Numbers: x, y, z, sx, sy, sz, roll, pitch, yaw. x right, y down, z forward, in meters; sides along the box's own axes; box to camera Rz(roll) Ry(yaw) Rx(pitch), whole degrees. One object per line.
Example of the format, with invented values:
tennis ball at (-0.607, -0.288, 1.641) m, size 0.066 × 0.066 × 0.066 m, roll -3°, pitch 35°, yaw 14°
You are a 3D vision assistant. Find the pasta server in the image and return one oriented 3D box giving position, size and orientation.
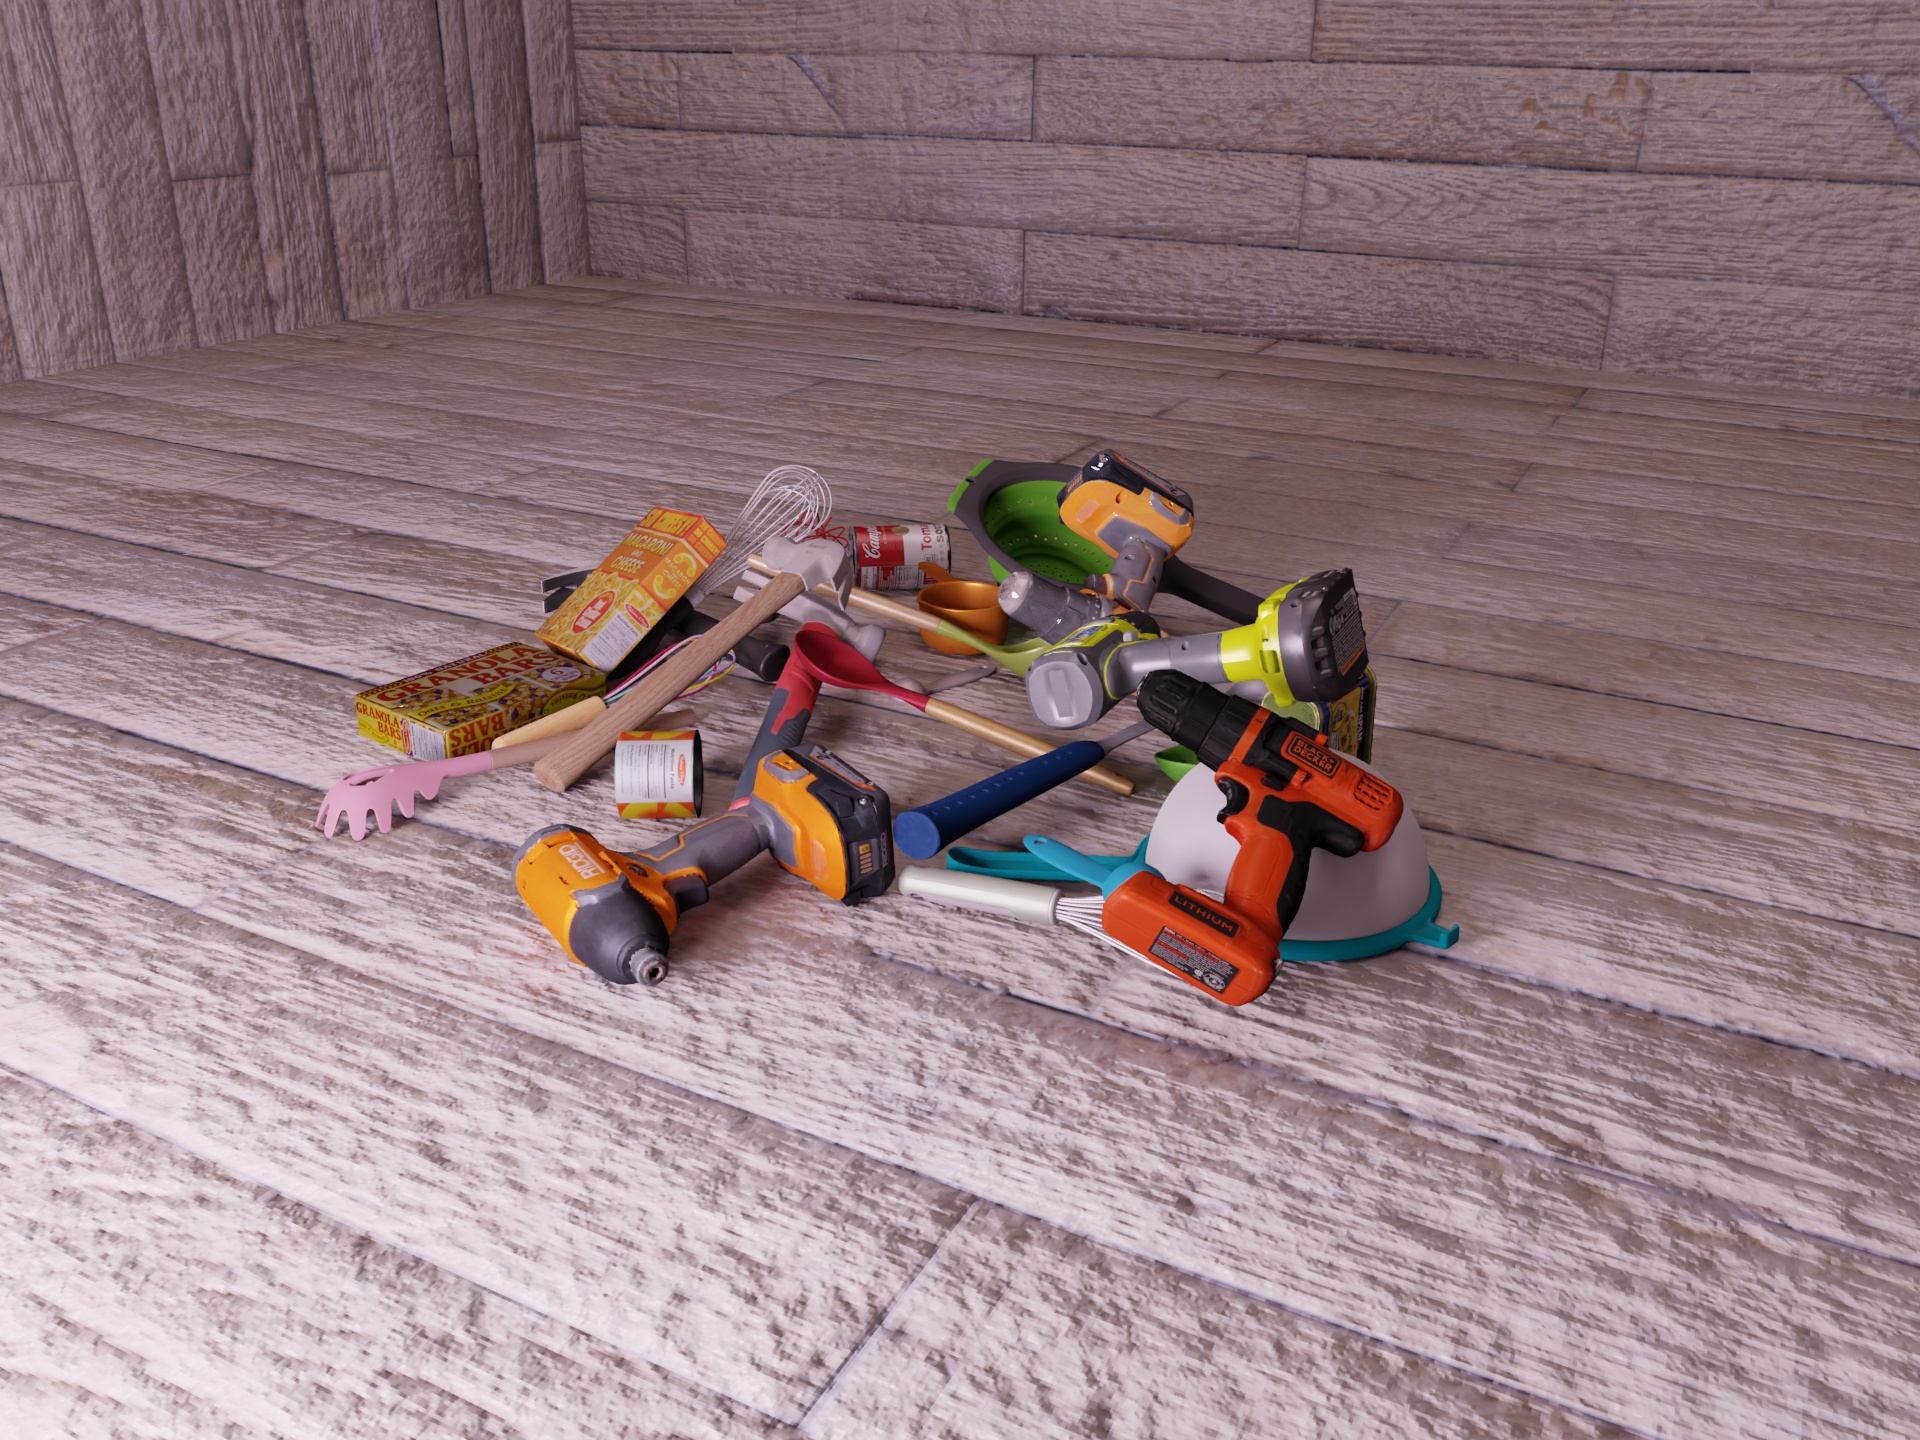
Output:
pasta server at (-0.346, 0.033, 1.250) m, size 0.316 × 0.040 × 0.060 m, roll -14°, pitch 27°, yaw -39°

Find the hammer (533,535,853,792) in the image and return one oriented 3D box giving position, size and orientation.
hammer at (-0.212, -0.051, 1.301) m, size 0.130 × 0.031 × 0.331 m, roll 12°, pitch 45°, yaw 43°

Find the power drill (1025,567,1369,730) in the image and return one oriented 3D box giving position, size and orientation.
power drill at (0.182, -0.056, 1.199) m, size 0.228 × 0.080 × 0.190 m, roll -7°, pitch 14°, yaw 28°

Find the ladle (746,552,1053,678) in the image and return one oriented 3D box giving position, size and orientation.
ladle at (-0.040, -0.106, 1.445) m, size 0.320 × 0.062 × 0.078 m, roll 20°, pitch 14°, yaw 4°

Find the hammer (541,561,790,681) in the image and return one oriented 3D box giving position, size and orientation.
hammer at (-0.276, -0.099, 1.542) m, size 0.146 × 0.035 × 0.335 m, roll -17°, pitch 29°, yaw -37°

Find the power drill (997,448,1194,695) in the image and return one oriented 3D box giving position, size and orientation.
power drill at (0.124, -0.137, 1.416) m, size 0.185 × 0.084 × 0.226 m, roll 25°, pitch 49°, yaw -20°

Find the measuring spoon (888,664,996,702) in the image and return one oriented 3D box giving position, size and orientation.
measuring spoon at (-0.014, -0.040, 1.433) m, size 0.124 × 0.018 × 0.034 m, roll -19°, pitch 30°, yaw -39°

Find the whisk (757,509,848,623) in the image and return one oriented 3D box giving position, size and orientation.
whisk at (-0.168, -0.155, 1.624) m, size 0.073 × 0.073 × 0.296 m, roll 4°, pitch 22°, yaw 7°

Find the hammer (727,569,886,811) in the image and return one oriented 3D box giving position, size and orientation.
hammer at (-0.153, -0.019, 1.309) m, size 0.143 × 0.038 × 0.387 m, roll 24°, pitch 26°, yaw -7°

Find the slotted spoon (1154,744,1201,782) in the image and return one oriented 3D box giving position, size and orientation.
slotted spoon at (0.216, -0.007, 1.355) m, size 0.070 × 0.031 × 0.314 m, roll 6°, pitch 22°, yaw 13°

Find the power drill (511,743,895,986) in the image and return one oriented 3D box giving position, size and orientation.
power drill at (-0.157, 0.099, 1.036) m, size 0.226 × 0.084 × 0.164 m, roll -18°, pitch 30°, yaw -29°

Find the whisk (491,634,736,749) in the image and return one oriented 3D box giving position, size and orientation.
whisk at (-0.291, -0.020, 1.350) m, size 0.245 × 0.047 × 0.051 m, roll -28°, pitch -3°, yaw -40°

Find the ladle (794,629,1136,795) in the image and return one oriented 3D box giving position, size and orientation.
ladle at (-0.002, -0.004, 1.285) m, size 0.315 × 0.031 × 0.069 m, roll 23°, pitch 23°, yaw 20°

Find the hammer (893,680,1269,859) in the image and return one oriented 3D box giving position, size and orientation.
hammer at (0.100, 0.021, 1.187) m, size 0.144 × 0.035 × 0.405 m, roll 4°, pitch 19°, yaw 43°

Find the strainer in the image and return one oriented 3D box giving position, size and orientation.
strainer at (0.162, 0.070, 1.088) m, size 0.340 × 0.095 × 0.211 m, roll 2°, pitch 23°, yaw -1°

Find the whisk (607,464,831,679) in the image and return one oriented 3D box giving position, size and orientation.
whisk at (-0.229, -0.138, 1.479) m, size 0.284 × 0.070 × 0.070 m, roll -46°, pitch 43°, yaw -19°

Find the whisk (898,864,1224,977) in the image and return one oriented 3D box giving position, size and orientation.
whisk at (0.070, 0.124, 1.031) m, size 0.246 × 0.059 × 0.057 m, roll 8°, pitch -13°, yaw 25°

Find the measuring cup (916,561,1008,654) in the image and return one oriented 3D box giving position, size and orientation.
measuring cup at (-0.010, -0.111, 1.559) m, size 0.095 × 0.052 × 0.174 m, roll -7°, pitch 23°, yaw -18°

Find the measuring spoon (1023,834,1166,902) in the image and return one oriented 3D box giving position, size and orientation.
measuring spoon at (0.082, 0.089, 1.021) m, size 0.042 × 0.021 × 0.129 m, roll -23°, pitch 29°, yaw -31°

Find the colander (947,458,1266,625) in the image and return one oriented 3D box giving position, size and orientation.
colander at (0.171, -0.126, 1.568) m, size 0.397 × 0.094 × 0.205 m, roll 25°, pitch 44°, yaw 10°
